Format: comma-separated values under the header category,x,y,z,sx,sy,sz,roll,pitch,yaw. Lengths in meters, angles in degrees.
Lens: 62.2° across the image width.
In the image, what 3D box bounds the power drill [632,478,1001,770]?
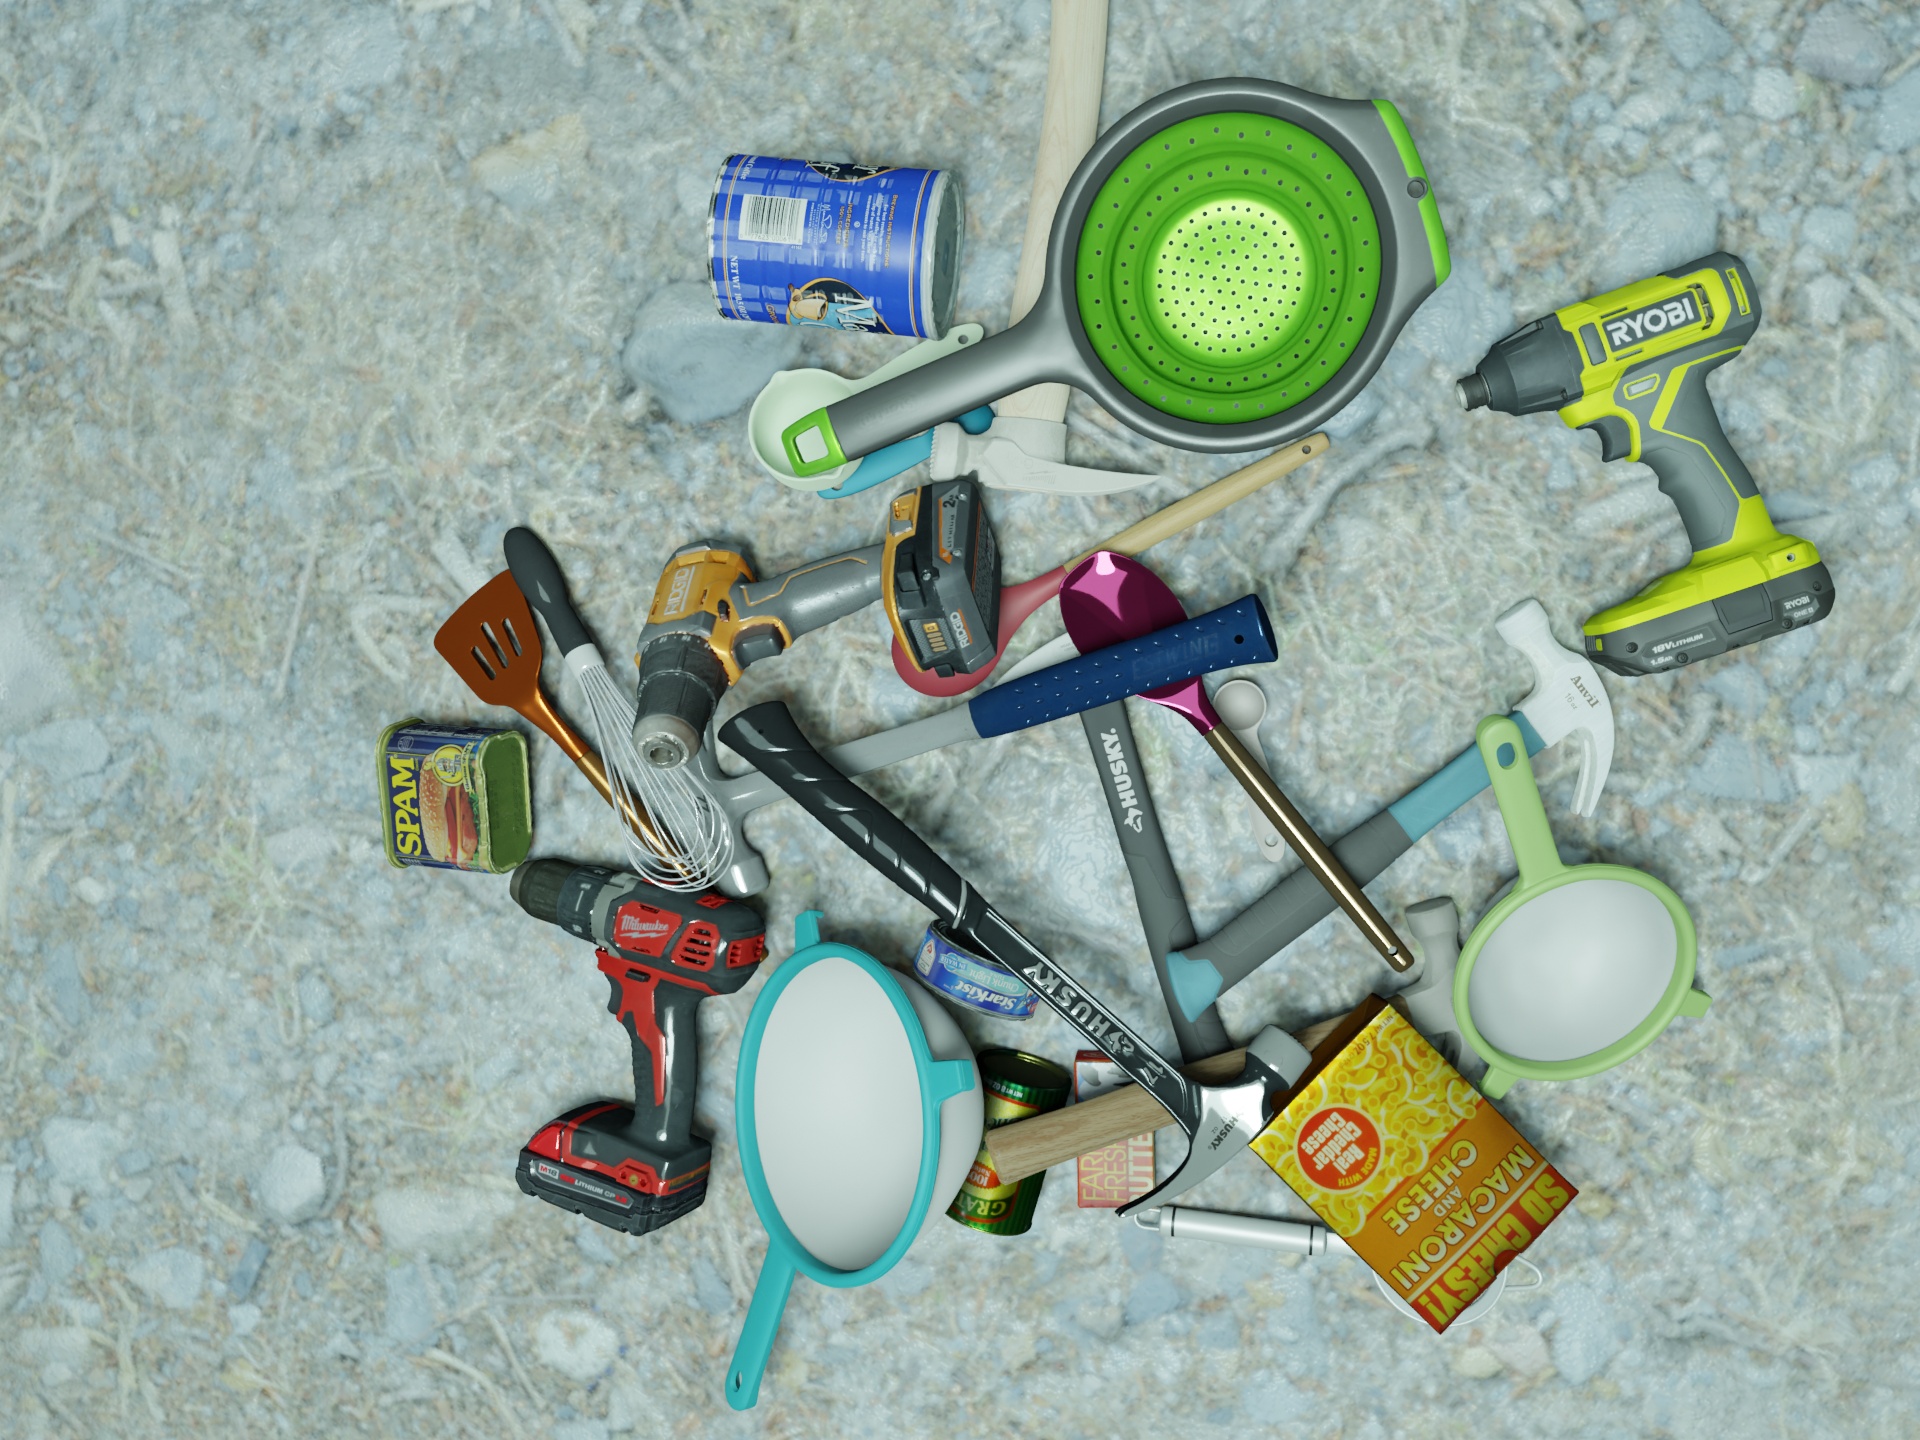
category,x,y,z,sx,sy,sz,roll,pitch,yaw
power drill,-0.094,-0.056,0.975,0.226,0.186,0.084,-11,129,14

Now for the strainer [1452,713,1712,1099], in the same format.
category,x,y,z,sx,sy,sz,roll,pitch,yaw
strainer,0.345,0.098,0.960,0.151,0.069,0.256,-23,112,4

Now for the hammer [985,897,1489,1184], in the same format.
category,x,y,z,sx,sy,sz,roll,pitch,yaw
hammer,0.177,0.226,1.008,0.331,0.031,0.130,-19,94,-3

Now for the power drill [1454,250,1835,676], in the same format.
category,x,y,z,sx,sy,sz,roll,pitch,yaw
power drill,0.409,-0.146,0.952,0.171,0.080,0.223,-19,88,9

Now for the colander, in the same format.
category,x,y,z,sx,sy,sz,roll,pitch,yaw
colander,0.082,-0.234,0.951,0.397,0.094,0.204,-20,97,14

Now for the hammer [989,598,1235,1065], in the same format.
category,x,y,z,sx,sy,sz,roll,pitch,yaw
hammer,0.119,0.099,1.037,0.146,0.035,0.335,-16,93,9

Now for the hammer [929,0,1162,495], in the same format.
category,x,y,z,sx,sy,sz,roll,pitch,yaw
hammer,0.074,-0.347,0.995,0.146,0.038,0.410,6,94,-5

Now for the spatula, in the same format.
category,x,y,z,sx,sy,sz,roll,pitch,yaw
spatula,-0.239,0.041,1.091,0.081,0.041,0.322,-40,93,11

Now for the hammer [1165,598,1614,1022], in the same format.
category,x,y,z,sx,sy,sz,roll,pitch,yaw
hammer,0.263,0.074,0.996,0.331,0.033,0.128,-38,90,3

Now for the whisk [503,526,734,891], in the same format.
category,x,y,z,sx,sy,sz,roll,pitch,yaw
whisk,-0.233,-0.012,1.054,0.070,0.070,0.285,-33,76,10

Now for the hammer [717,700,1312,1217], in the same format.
category,x,y,z,sx,sy,sz,roll,pitch,yaw
hammer,0.011,0.129,0.976,0.409,0.036,0.149,40,80,8

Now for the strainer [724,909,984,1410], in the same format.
category,x,y,z,sx,sy,sz,roll,pitch,yaw
strainer,-0.071,0.307,1.043,0.211,0.095,0.340,36,114,46

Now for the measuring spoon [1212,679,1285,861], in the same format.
category,x,y,z,sx,sy,sz,roll,pitch,yaw
measuring spoon,0.191,0.032,1.032,0.034,0.018,0.124,-13,100,9

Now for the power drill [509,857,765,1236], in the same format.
category,x,y,z,sx,sy,sz,roll,pitch,yaw
power drill,-0.236,0.208,1.073,0.188,0.080,0.226,13,96,22

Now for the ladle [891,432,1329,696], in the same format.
category,x,y,z,sx,sy,sz,roll,pitch,yaw
ladle,0.093,-0.105,1.026,0.315,0.031,0.069,-28,91,8

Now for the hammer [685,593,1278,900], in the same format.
category,x,y,z,sx,sy,sz,roll,pitch,yaw
hammer,-0.002,-0.003,1.008,0.405,0.035,0.144,-18,91,21

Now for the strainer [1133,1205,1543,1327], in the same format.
category,x,y,z,sx,sy,sz,roll,pitch,yaw
strainer,0.242,0.339,1.039,0.258,0.050,0.087,3,88,14

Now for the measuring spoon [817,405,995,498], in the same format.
category,x,y,z,sx,sy,sz,roll,pitch,yaw
measuring spoon,-0.037,-0.174,1.039,0.128,0.021,0.042,-22,92,9

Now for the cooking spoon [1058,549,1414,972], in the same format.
category,x,y,z,sx,sy,sz,roll,pitch,yaw
cooking spoon,0.172,0.026,0.983,0.069,0.017,0.319,-39,81,5

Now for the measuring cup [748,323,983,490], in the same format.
category,x,y,z,sx,sy,sz,roll,pitch,yaw
measuring cup,-0.058,-0.208,1.035,0.167,0.038,0.083,-30,78,-2
